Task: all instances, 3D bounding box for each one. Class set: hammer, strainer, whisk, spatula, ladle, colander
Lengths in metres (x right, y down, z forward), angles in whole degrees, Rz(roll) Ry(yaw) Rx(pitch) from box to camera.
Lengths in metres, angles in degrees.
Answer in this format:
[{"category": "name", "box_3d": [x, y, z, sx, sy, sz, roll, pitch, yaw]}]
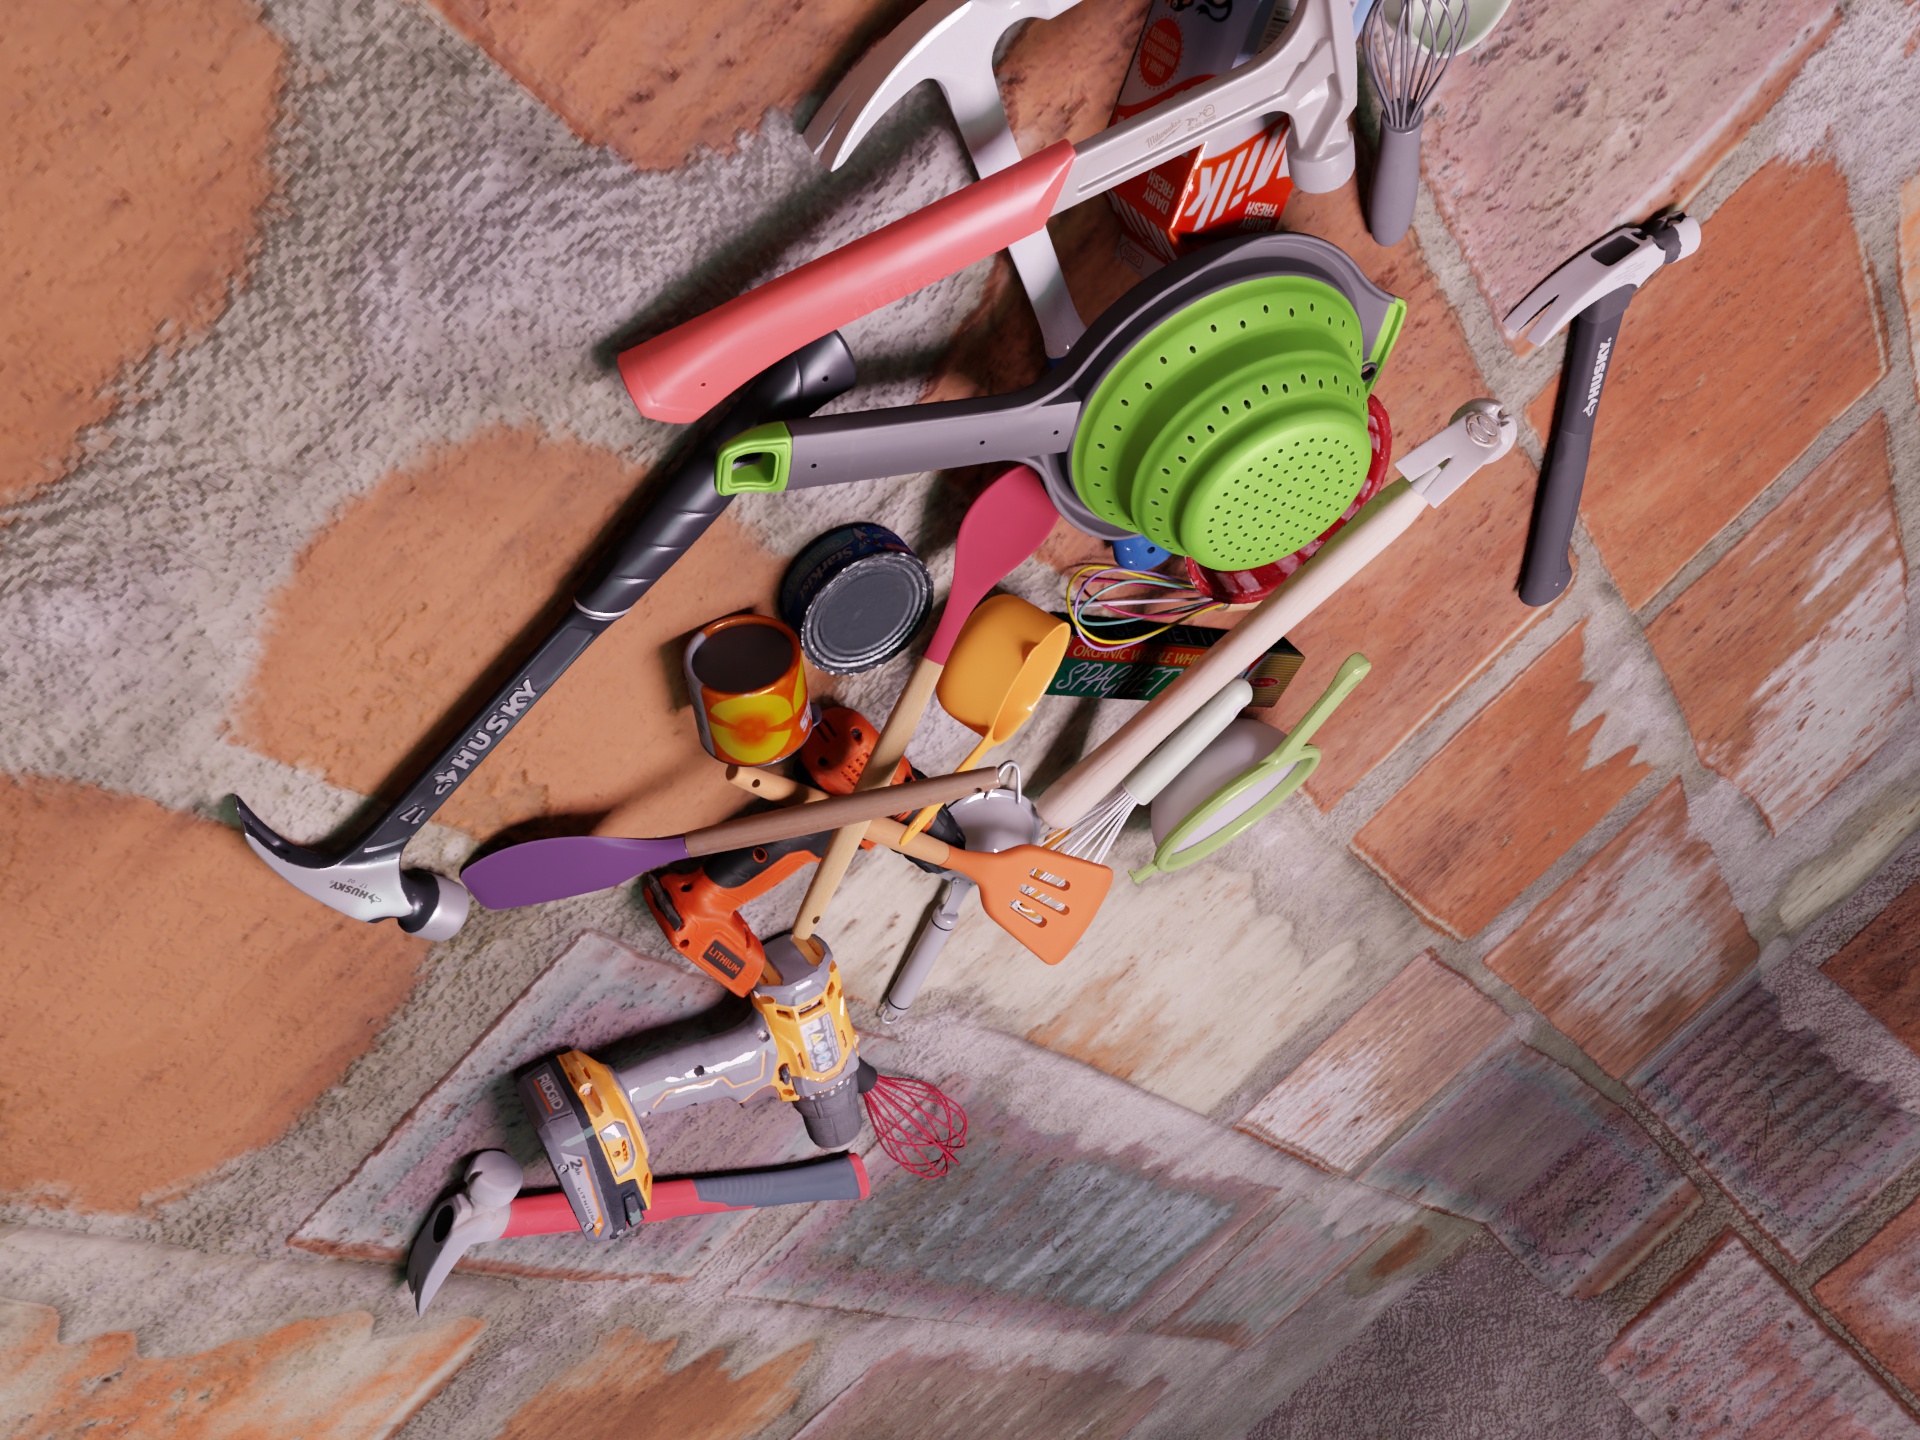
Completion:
[{"category": "hammer", "box_3d": [-0.229, 0.381, 1.232, 0.386, 0.038, 0.143, 10, 123, -45]}, {"category": "hammer", "box_3d": [0.049, -0.208, 0.854, 0.144, 0.035, 0.405, -32, 144, 0]}, {"category": "strainer", "box_3d": [0.210, 0.015, 1.162, 0.151, 0.069, 0.256, -21, 156, -35]}, {"category": "whisk", "box_3d": [0.161, -0.086, 1.076, 0.245, 0.047, 0.051, -8, 140, -40]}, {"category": "whisk", "box_3d": [0.235, -0.325, 0.852, 0.055, 0.055, 0.238, -38, 161, -1]}, {"category": "hammer", "box_3d": [0.173, -0.044, 1.005, 0.410, 0.038, 0.146, -46, 173, 39]}, {"category": "spatula", "box_3d": [-0.132, 0.064, 0.912, 0.316, 0.018, 0.059, -12, 140, 4]}, {"category": "spatula", "box_3d": [-0.022, 0.082, 1.003, 0.322, 0.041, 0.081, 26, 98, -45]}, {"category": "whisk", "box_3d": [0.121, 0.057, 1.159, 0.246, 0.059, 0.057, -46, 161, 17]}, {"category": "ladle", "box_3d": [-0.026, -0.011, 0.925, 0.069, 0.031, 0.315, 18, 102, -49]}, {"category": "hammer", "box_3d": [0.457, -0.209, 1.197, 0.146, 0.035, 0.334, -28, 142, -15]}, {"category": "hammer", "box_3d": [0.006, -0.233, 0.719, 0.359, 0.037, 0.149, -24, 146, 5]}, {"category": "whisk", "box_3d": [-0.068, 0.293, 1.263, 0.073, 0.073, 0.295, -38, 136, -1]}, {"category": "strainer", "box_3d": [-0.006, 0.141, 1.170, 0.086, 0.050, 0.258, 9, 127, -26]}, {"category": "hammer", "box_3d": [-0.201, -0.049, 0.818, 0.409, 0.036, 0.149, -46, 141, 9]}, {"category": "colander", "box_3d": [0.075, -0.132, 0.817, 0.397, 0.095, 0.204, -12, 145, -22]}]

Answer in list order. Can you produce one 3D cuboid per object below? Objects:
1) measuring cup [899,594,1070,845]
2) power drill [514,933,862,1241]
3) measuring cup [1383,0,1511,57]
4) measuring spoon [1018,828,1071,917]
[{"category": "measuring cup", "box_3d": [-0.002, -0.003, 0.971, 0.174, 0.052, 0.095, -51, 164, -17]}, {"category": "power drill", "box_3d": [-0.172, 0.268, 1.106, 0.226, 0.084, 0.185, -25, 127, -20]}, {"category": "measuring cup", "box_3d": [0.235, -0.413, 0.803, 0.083, 0.038, 0.167, -42, 141, 4]}, {"category": "measuring spoon", "box_3d": [0.069, 0.112, 1.222, 0.021, 0.011, 0.116, -9, 134, -33]}]
